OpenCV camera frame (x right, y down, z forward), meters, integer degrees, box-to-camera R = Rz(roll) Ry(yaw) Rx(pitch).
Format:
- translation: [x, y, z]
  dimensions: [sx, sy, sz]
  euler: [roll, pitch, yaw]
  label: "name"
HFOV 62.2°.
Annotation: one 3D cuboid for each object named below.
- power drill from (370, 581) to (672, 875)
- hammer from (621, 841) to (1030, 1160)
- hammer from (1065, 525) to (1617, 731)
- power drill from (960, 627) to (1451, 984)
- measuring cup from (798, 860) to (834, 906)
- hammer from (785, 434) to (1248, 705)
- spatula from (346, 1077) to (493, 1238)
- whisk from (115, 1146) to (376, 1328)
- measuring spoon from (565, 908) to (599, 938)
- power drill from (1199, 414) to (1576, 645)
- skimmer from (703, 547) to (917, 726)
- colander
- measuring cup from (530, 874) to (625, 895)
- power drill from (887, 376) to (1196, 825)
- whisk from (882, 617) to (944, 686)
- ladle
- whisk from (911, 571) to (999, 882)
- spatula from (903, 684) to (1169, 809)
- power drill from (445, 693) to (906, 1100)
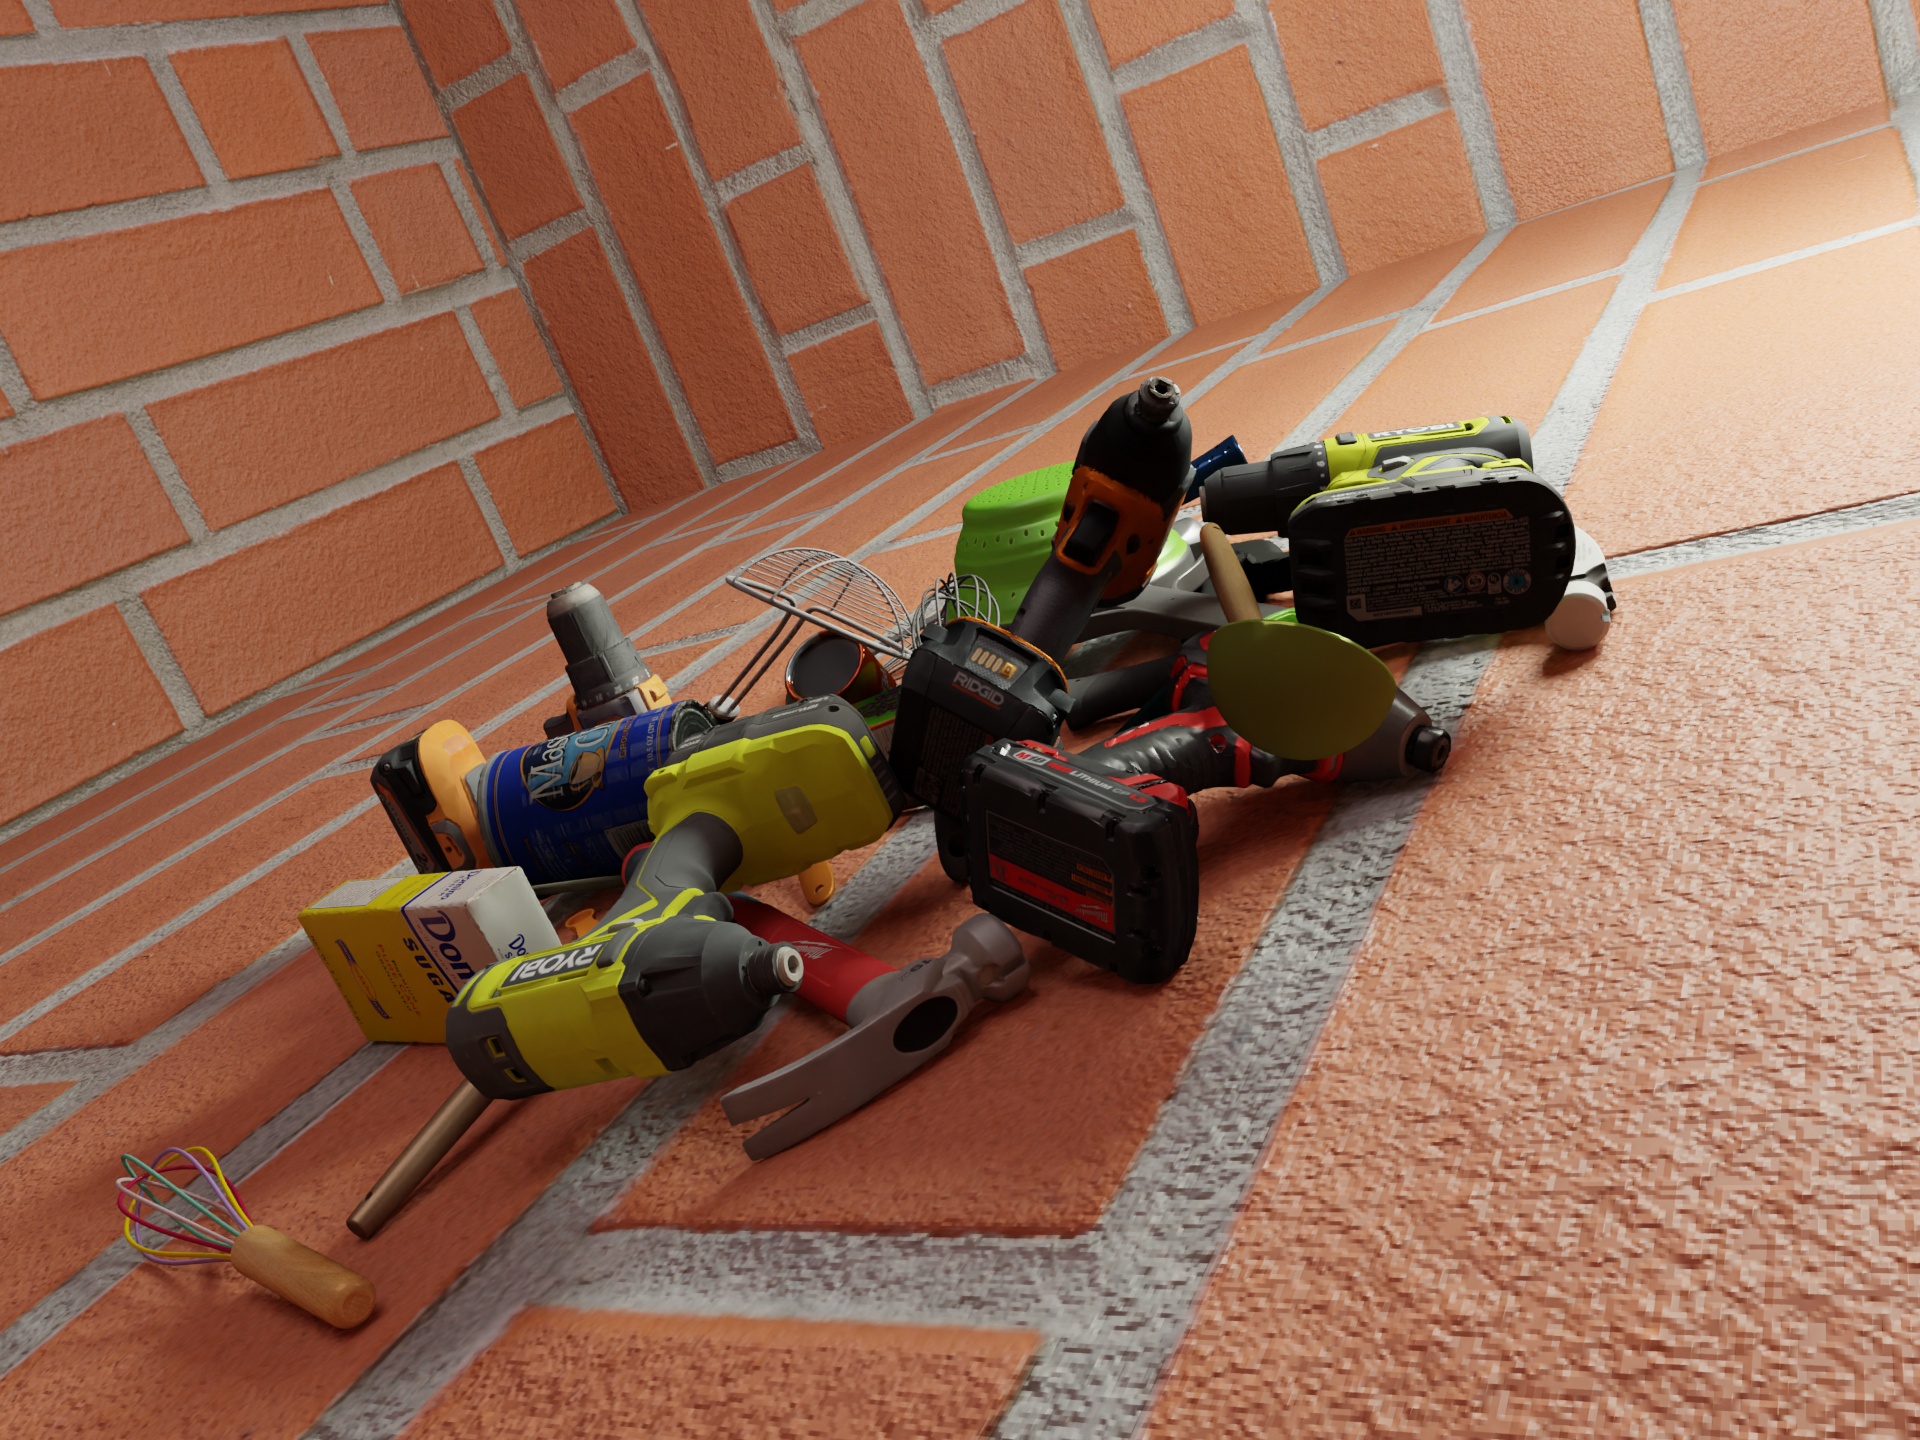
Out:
- translation: [-0.306, 0.016, 1.137]
  dimensions: [0.226, 0.185, 0.084]
  euler: [-19, 13, 19]
  label: "power drill"
- translation: [-0.119, 0.118, 0.822]
  dimensions: [0.143, 0.038, 0.386]
  euler: [-31, 18, -23]
  label: "hammer"
- translation: [0.208, -0.047, 0.938]
  dimensions: [0.335, 0.035, 0.146]
  euler: [-14, 18, 26]
  label: "hammer"
- translation: [0.116, 0.025, 0.727]
  dimensions: [0.143, 0.078, 0.219]
  euler: [21, 36, 40]
  label: "power drill"
- translation: [-0.109, 0.058, 0.947]
  dimensions: [0.095, 0.052, 0.174]
  euler: [-40, 23, 0]
  label: "measuring cup"
- translation: [0.044, -0.119, 1.286]
  dimensions: [0.405, 0.035, 0.144]
  euler: [-27, 14, 12]
  label: "hammer"
- translation: [-0.203, 0.137, 0.819]
  dimensions: [0.060, 0.018, 0.316]
  euler: [-21, 23, 40]
  label: "spatula"
- translation: [-0.327, 0.231, 0.721]
  dimensions: [0.245, 0.051, 0.047]
  euler: [-1, 20, 44]
  label: "whisk"
- translation: [-0.214, 0.135, 0.947]
  dimensions: [0.021, 0.011, 0.117]
  euler: [-30, 21, -18]
  label: "measuring spoon"
- translation: [0.230, -0.113, 0.878]
  dimensions: [0.190, 0.080, 0.229]
  euler: [-6, 19, 10]
  label: "power drill"
- translation: [-0.147, -0.011, 1.088]
  dimensions: [0.363, 0.127, 0.090]
  euler: [-42, 33, 51]
  label: "skimmer"
- translation: [0.098, -0.109, 1.026]
  dimensions: [0.204, 0.094, 0.397]
  euler: [-24, 18, -19]
  label: "colander"
- translation: [-0.270, 0.125, 1.001]
  dimensions: [0.167, 0.038, 0.083]
  euler: [-7, -18, -16]
  label: "measuring cup"
- translation: [0.052, -0.068, 0.826]
  dimensions: [0.226, 0.084, 0.164]
  euler: [-57, -9, -29]
  label: "power drill"
- translation: [-0.079, -0.019, 1.213]
  dimensions: [0.246, 0.058, 0.059]
  euler: [-23, -19, 7]
  label: "whisk"
- translation: [0.142, -0.060, 0.763]
  dimensions: [0.078, 0.062, 0.320]
  euler: [23, 21, -6]
  label: "ladle"
- translation: [0.000, -0.002, 0.910]
  dimensions: [0.055, 0.055, 0.239]
  euler: [-17, 44, 15]
  label: "whisk"
- translation: [0.009, 0.024, 0.949]
  dimensions: [0.317, 0.044, 0.082]
  euler: [-14, 3, 30]
  label: "spatula"
- translation: [-0.116, 0.080, 0.745]
  dimensions: [0.171, 0.080, 0.223]
  euler: [-16, 23, 27]
  label: "power drill"
